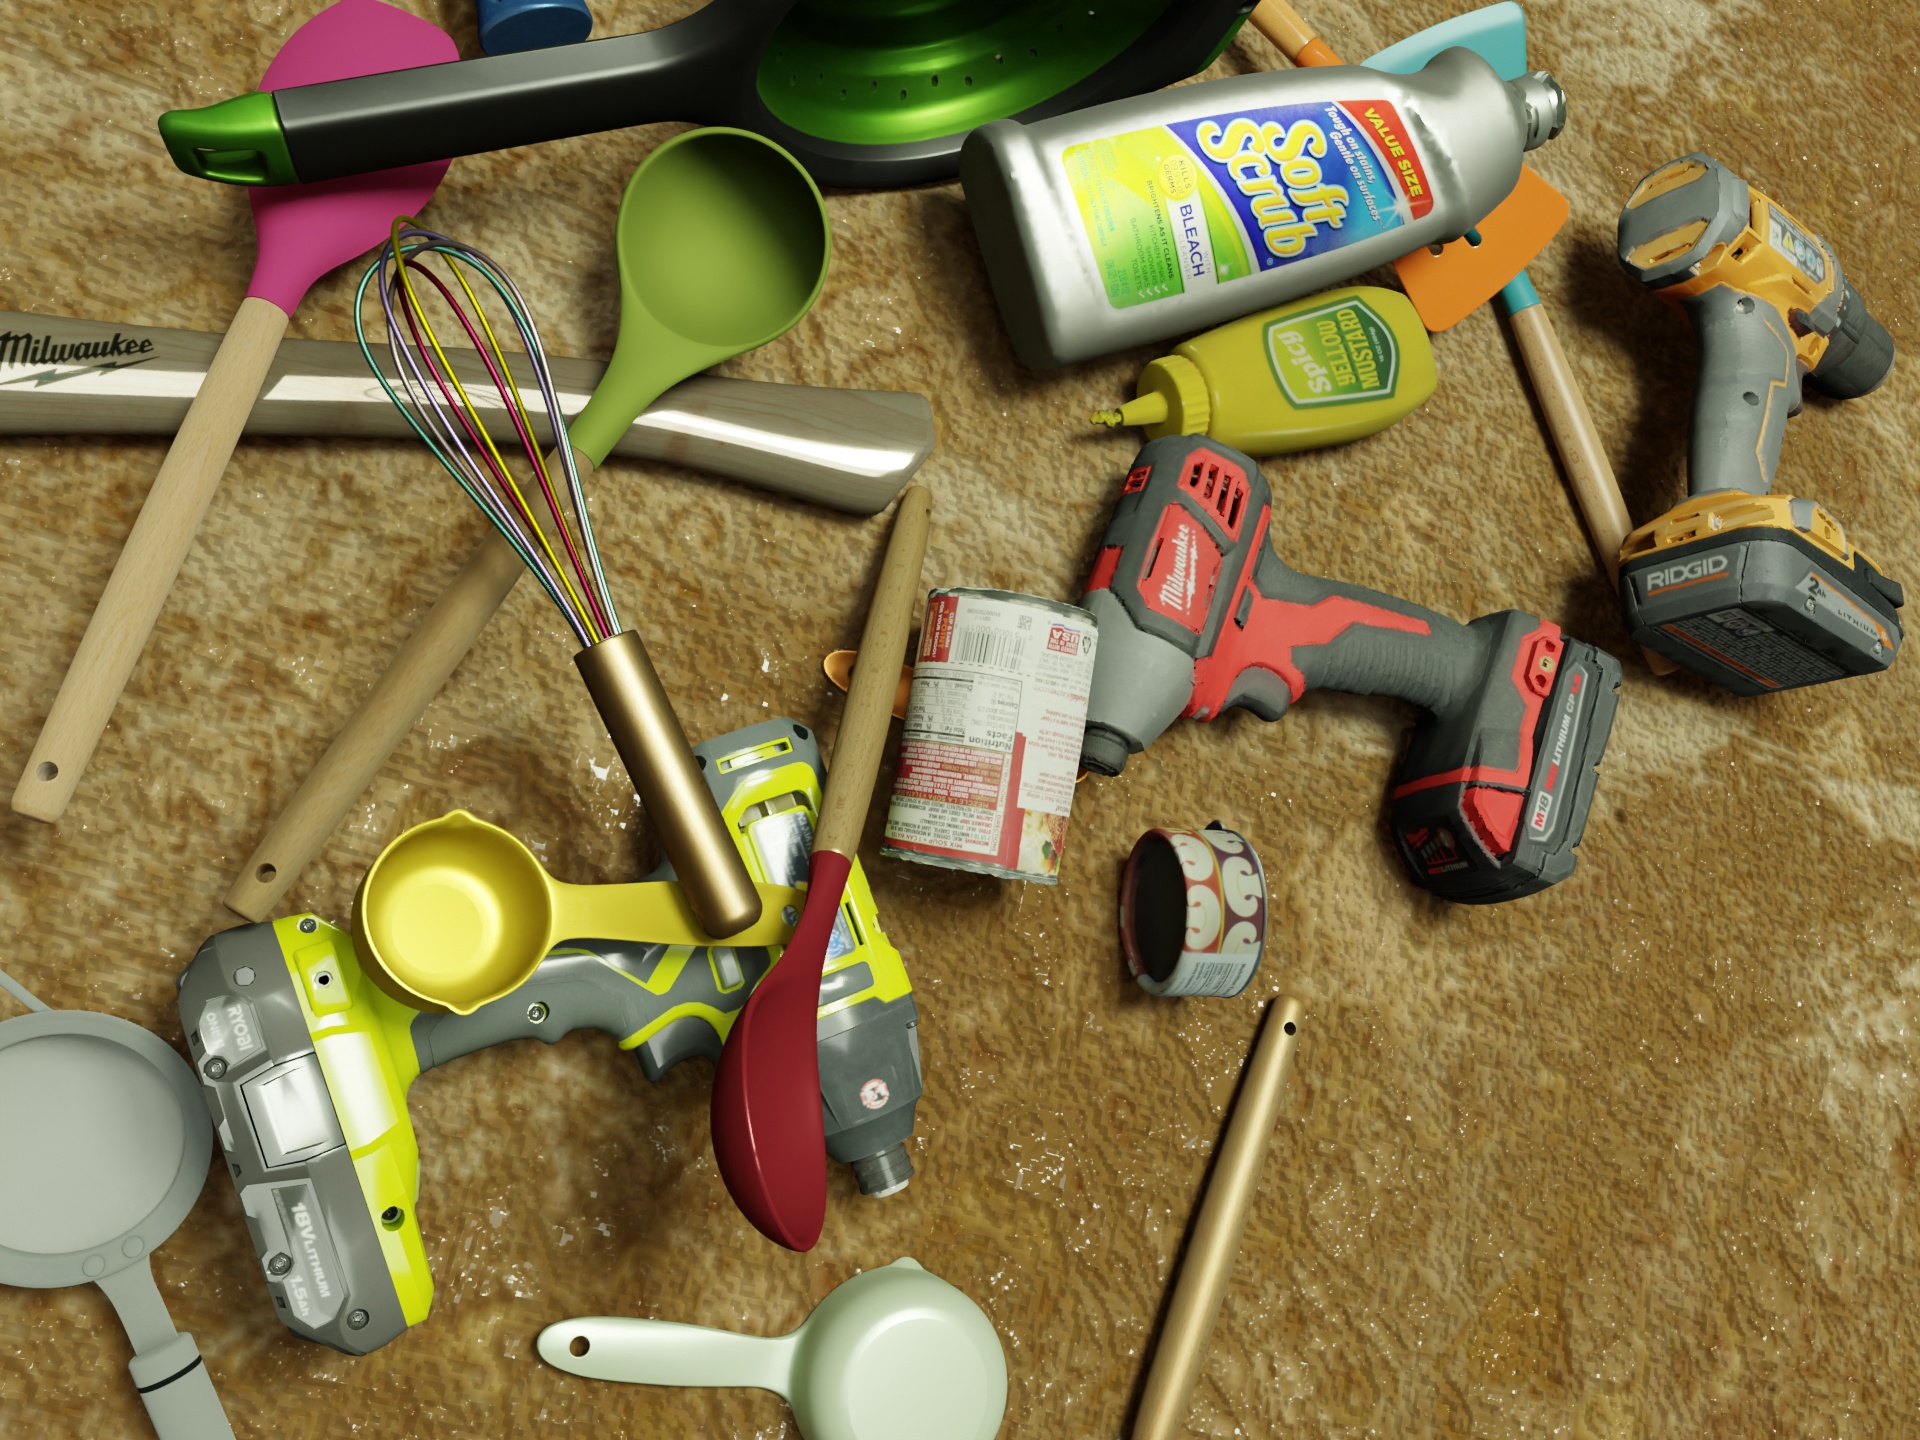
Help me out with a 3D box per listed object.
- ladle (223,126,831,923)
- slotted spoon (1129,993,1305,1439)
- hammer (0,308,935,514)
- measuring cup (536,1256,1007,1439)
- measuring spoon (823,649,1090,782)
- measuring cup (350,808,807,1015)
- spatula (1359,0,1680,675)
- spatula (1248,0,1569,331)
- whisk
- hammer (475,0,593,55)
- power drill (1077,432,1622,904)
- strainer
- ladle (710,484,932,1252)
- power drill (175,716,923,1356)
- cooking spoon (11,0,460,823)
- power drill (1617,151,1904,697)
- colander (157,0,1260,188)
[{"bbox_3d":[-0.142,-0.073,0.531,0.078,0.062,0.320,32,68,-6],"label":"ladle"},{"bbox_3d":[0.082,0.252,0.606,0.070,0.031,0.314,26,70,-13],"label":"slotted spoon"},{"bbox_3d":[-0.209,-0.128,0.575,0.410,0.038,0.146,1,78,-19],"label":"hammer"},{"bbox_3d":[-0.061,0.227,0.553,0.167,0.038,0.083,13,76,-18],"label":"measuring cup"},{"bbox_3d":[-0.001,-0.002,0.637,0.117,0.011,0.021,22,84,-10],"label":"measuring spoon"},{"bbox_3d":[-0.114,0.064,0.506,0.156,0.029,0.062,6,68,-36],"label":"measuring cup"},{"bbox_3d":[0.275,-0.170,0.745,0.082,0.044,0.317,-22,89,3],"label":"spatula"},{"bbox_3d":[0.140,-0.319,0.724,0.081,0.041,0.322,-43,85,14],"label":"spatula"},{"bbox_3d":[-0.123,-0.043,0.496,0.051,0.047,0.245,-26,93,-20],"label":"whisk"},{"bbox_3d":[-0.217,-0.444,0.620,0.144,0.035,0.405,-16,81,-21],"label":"hammer"},{"bbox_3d":[0.149,-0.011,0.655,0.219,0.078,0.143,25,72,-10],"label":"power drill"},{"bbox_3d":[-0.253,0.193,0.496,0.087,0.050,0.258,-22,93,-14],"label":"strainer"},{"bbox_3d":[-0.039,0.027,0.546,0.031,0.069,0.316,-4,48,17],"label":"ladle"},{"bbox_3d":[-0.126,0.111,0.537,0.223,0.080,0.171,-19,85,-24],"label":"power drill"},{"bbox_3d":[-0.241,-0.116,0.531,0.068,0.017,0.319,20,70,-14],"label":"cooking spoon"},{"bbox_3d":[0.382,-0.129,0.744,0.185,0.084,0.226,19,68,-33],"label":"power drill"},{"bbox_3d":[-0.079,-0.267,0.564,0.397,0.204,0.094,-16,84,-15],"label":"colander"}]
